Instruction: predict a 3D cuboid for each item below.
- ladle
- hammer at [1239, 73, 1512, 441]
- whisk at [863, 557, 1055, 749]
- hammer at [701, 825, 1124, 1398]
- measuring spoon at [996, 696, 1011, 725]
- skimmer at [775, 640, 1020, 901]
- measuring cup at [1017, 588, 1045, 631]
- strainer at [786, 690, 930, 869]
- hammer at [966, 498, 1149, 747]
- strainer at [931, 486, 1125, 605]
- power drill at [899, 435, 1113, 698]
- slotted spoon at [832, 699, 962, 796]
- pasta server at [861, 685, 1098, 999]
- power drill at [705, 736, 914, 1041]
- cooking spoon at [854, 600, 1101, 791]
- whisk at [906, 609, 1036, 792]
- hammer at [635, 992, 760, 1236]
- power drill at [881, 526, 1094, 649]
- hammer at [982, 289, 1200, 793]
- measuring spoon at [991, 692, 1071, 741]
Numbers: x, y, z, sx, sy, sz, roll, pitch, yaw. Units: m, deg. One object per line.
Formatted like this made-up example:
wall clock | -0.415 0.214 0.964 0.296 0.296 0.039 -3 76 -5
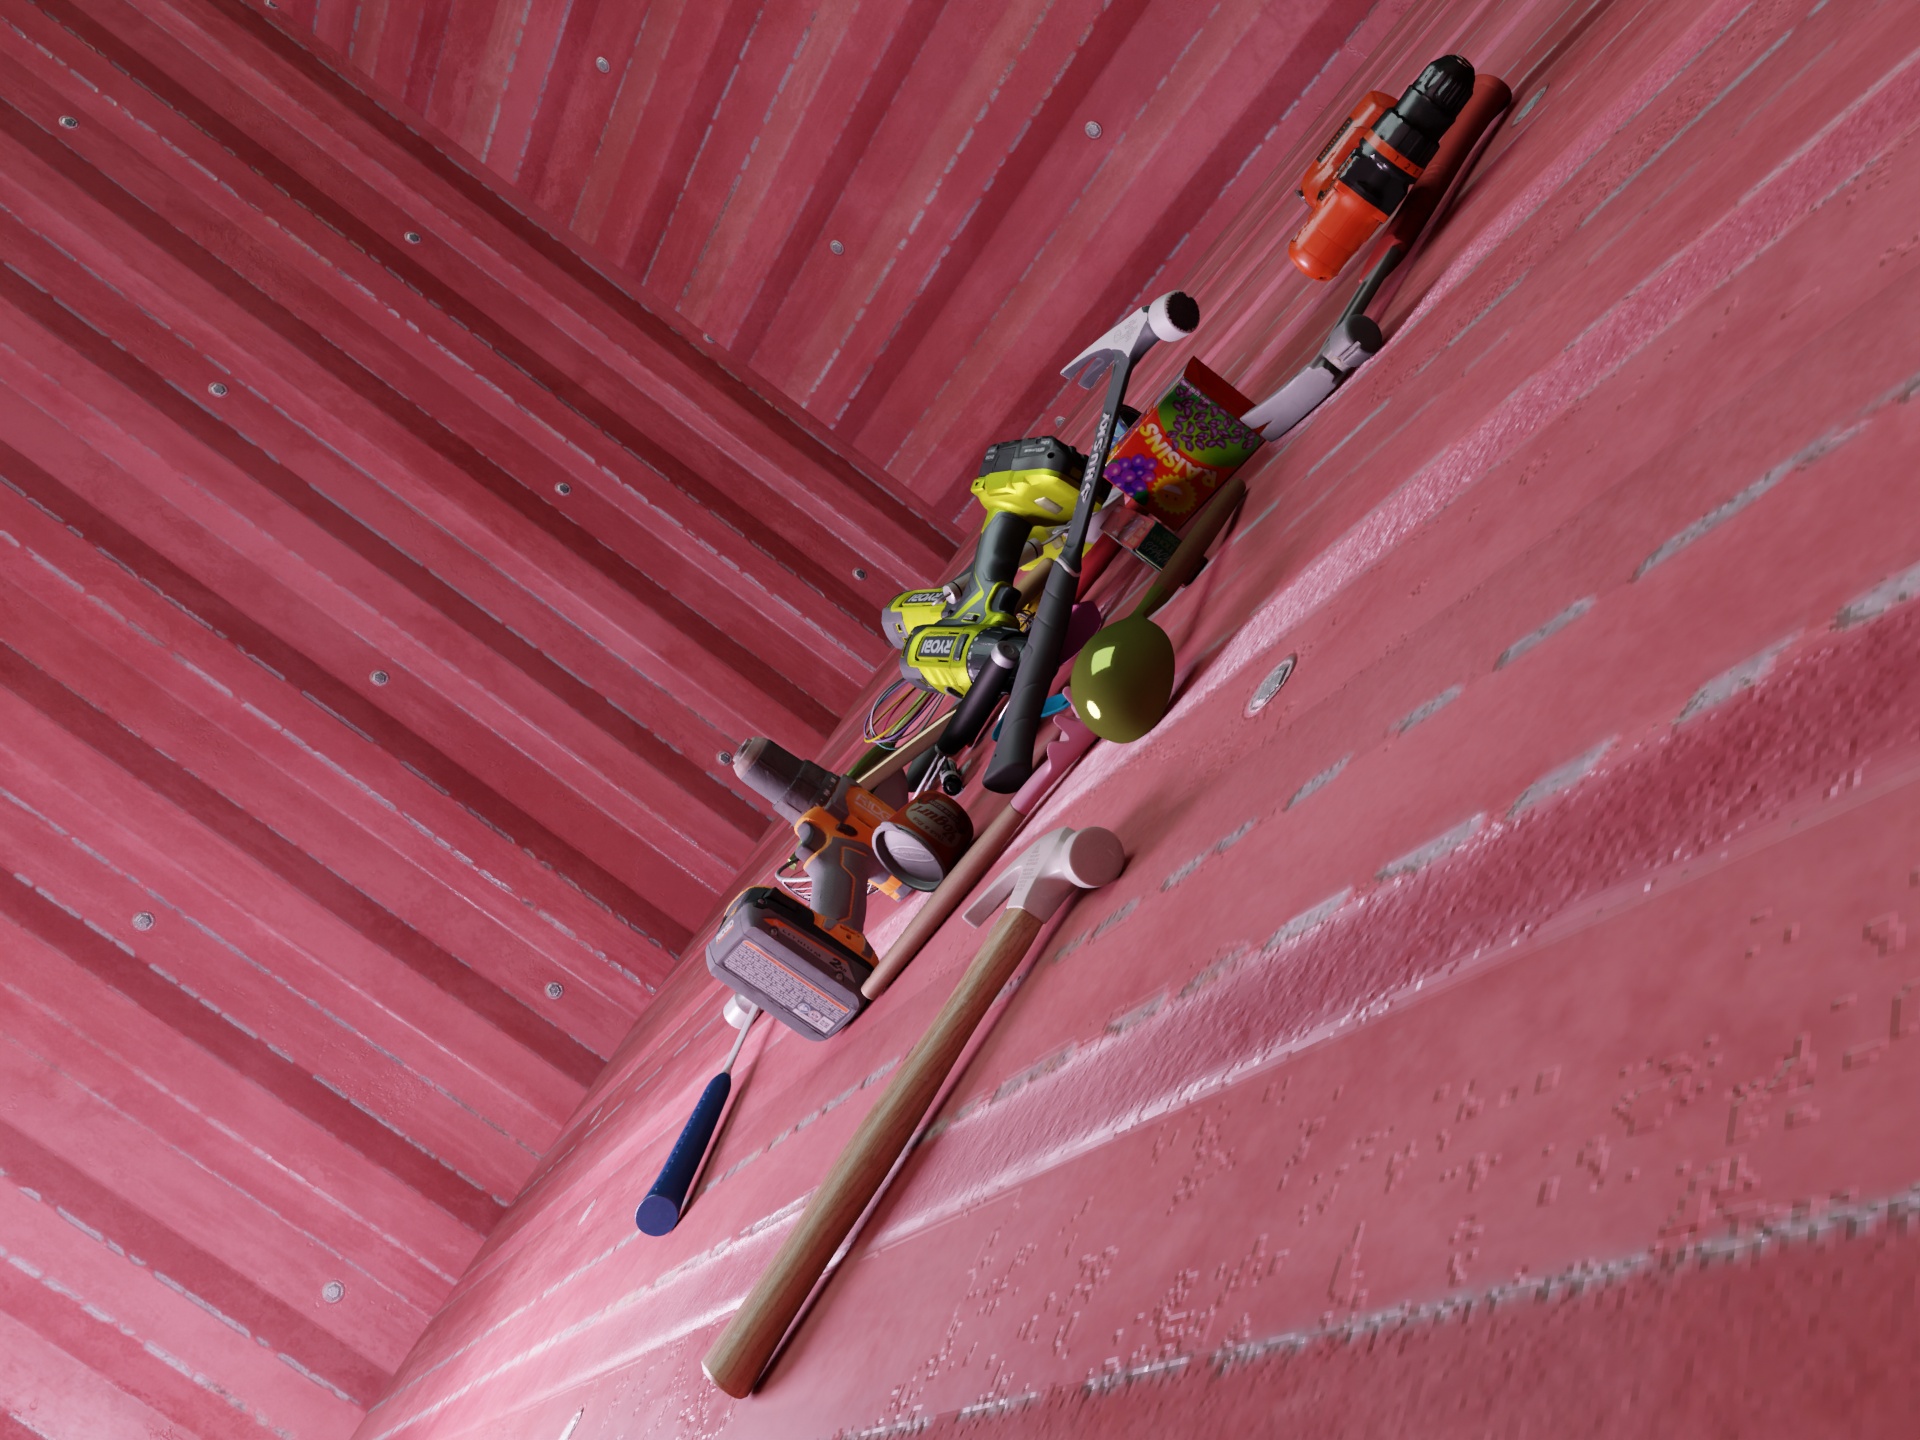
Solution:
ladle | 0.151 -0.088 1.072 0.078 0.062 0.320 -44 4 40
hammer | 0.335 -0.371 1.227 0.359 0.036 0.149 -57 7 -24
whisk | 0.003 -0.062 1.476 0.245 0.051 0.047 -44 -11 -6
hammer | -0.028 0.196 0.830 0.331 0.031 0.130 -55 7 -15
measuring spoon | 0.068 -0.034 1.447 0.034 0.018 0.124 -21 -30 -52
skimmer | -0.054 0.043 1.381 0.127 0.090 0.363 -21 -28 -44
measuring cup | 0.059 -0.072 1.687 0.062 0.029 0.156 -95 30 -82
strainer | -0.064 0.058 1.600 0.256 0.069 0.151 -53 -8 16
hammer | 0.107 -0.123 1.499 0.386 0.038 0.143 -51 -1 28
strainer | 0.077 -0.165 1.516 0.258 0.050 0.087 -30 8 -23
power drill | 0.047 -0.125 1.373 0.191 0.080 0.228 5 72 57
slotted spoon | -0.021 0.011 1.485 0.313 0.031 0.070 -37 14 12
pasta server | 0.019 0.076 1.106 0.316 0.040 0.060 -52 -6 19
power drill | -0.124 0.119 1.254 0.084 0.185 0.226 -47 12 34
cooking spoon | -0.002 -0.005 1.423 0.319 0.017 0.069 -36 39 17
whisk | 0.008 -0.019 1.655 0.239 0.055 0.055 -56 5 17
hammer | -0.214 0.321 1.455 0.144 0.035 0.406 -51 7 20
power drill | 0.045 -0.149 1.613 0.171 0.080 0.223 2 38 51
hammer | 0.085 -0.137 1.246 0.149 0.036 0.409 -10 59 60
measuring spoon | 0.066 -0.002 1.294 0.042 0.021 0.128 -56 16 -24
